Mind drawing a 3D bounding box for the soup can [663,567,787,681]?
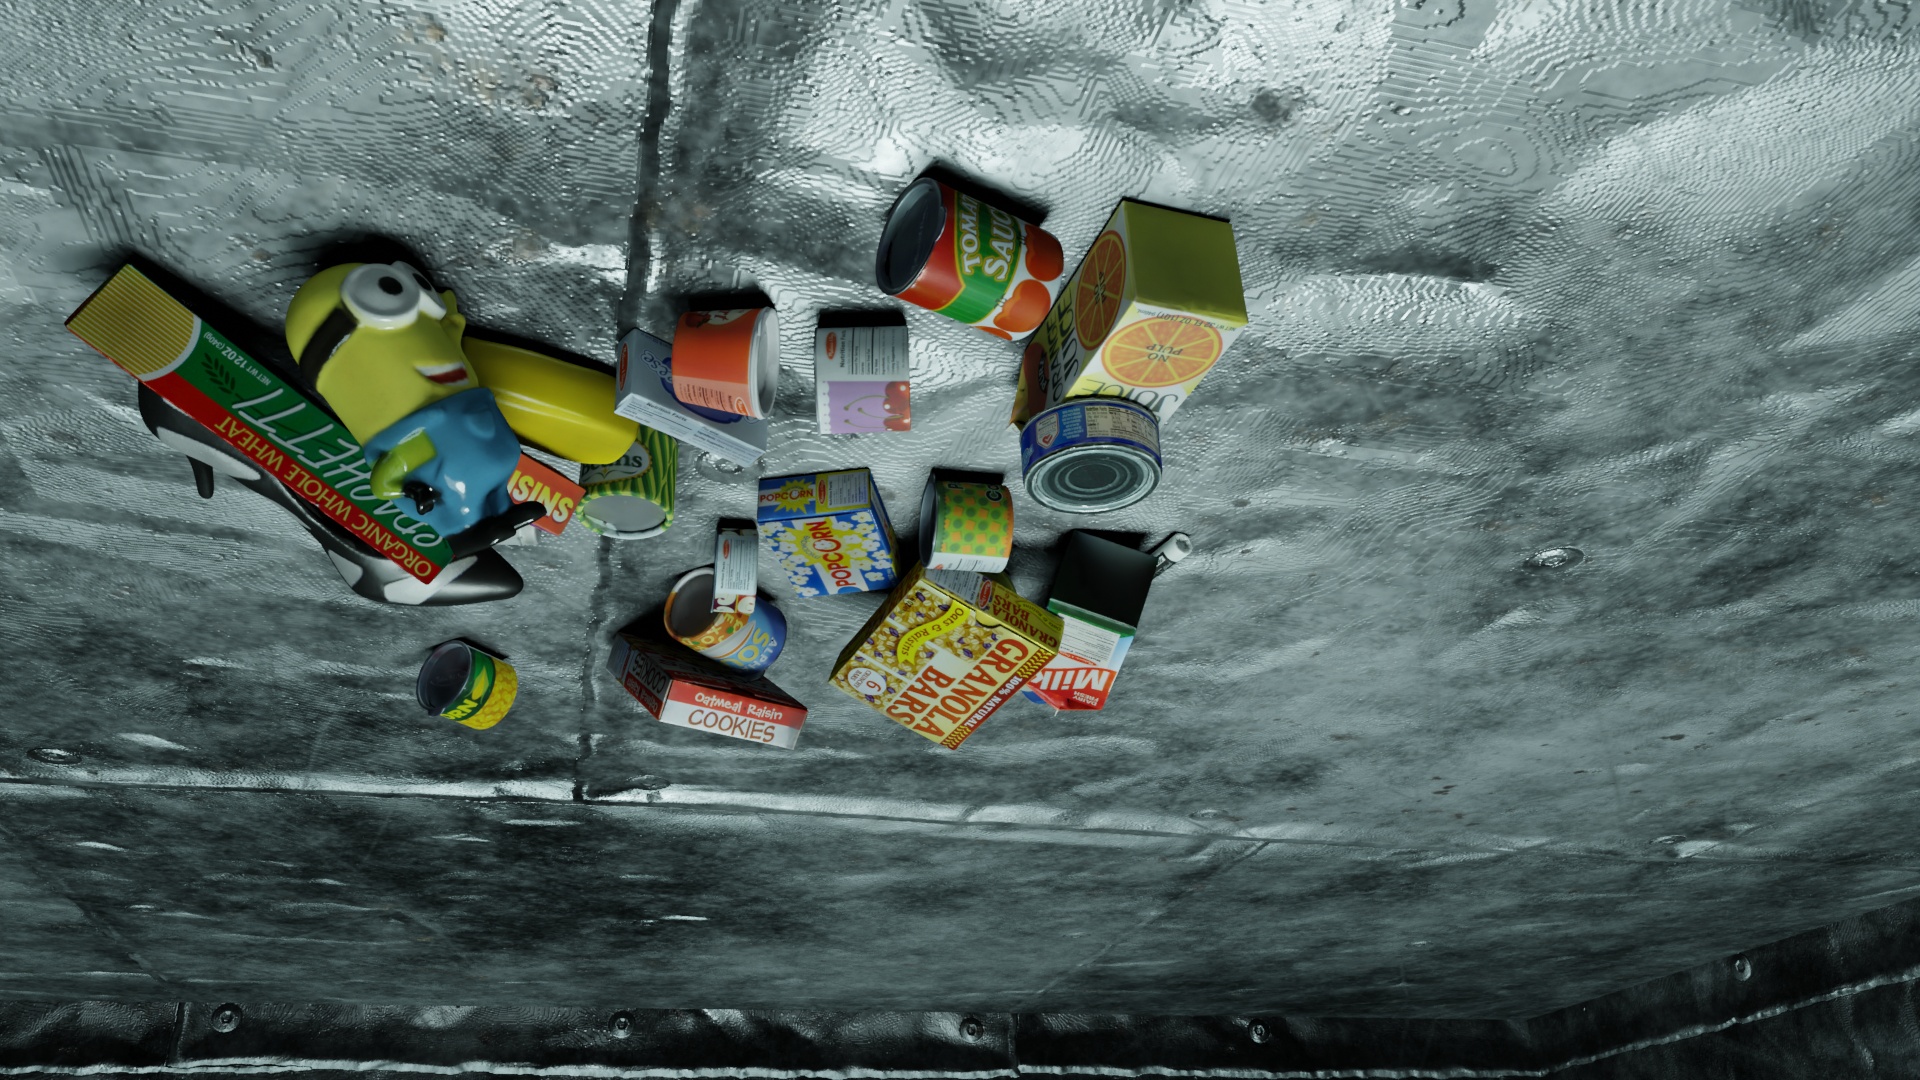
[{"bbox_3d":[-0.194,0.070,1.148,0.071,0.071,0.083,-17,148,24],"label":"soup can"}]

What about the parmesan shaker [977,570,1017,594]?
[{"bbox_3d":[-0.011,0.062,1.157,0.103,0.071,0.071,-21,146,32],"label":"parmesan shaker"}]

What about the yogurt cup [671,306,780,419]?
[{"bbox_3d":[-0.142,-0.109,0.840,0.054,0.073,0.072,5,151,4],"label":"yogurt cup"}]

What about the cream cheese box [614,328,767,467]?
[{"bbox_3d":[-0.170,-0.089,0.883,0.104,0.053,0.024,23,140,-38],"label":"cream cheese box"}]

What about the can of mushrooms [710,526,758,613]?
[{"bbox_3d":[-0.175,0.024,1.073,0.033,0.071,0.070,3,150,-11],"label":"can of mushrooms"}]

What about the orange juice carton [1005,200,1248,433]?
[{"bbox_3d":[0.093,-0.111,0.843,0.072,0.073,0.191,8,150,-18],"label":"orange juice carton"}]

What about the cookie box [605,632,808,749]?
[{"bbox_3d":[-0.220,0.126,1.192,0.123,0.040,0.167,17,-179,-30],"label":"cookie box"}]

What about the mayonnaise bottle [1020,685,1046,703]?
[{"bbox_3d":[0.054,0.108,1.267,0.065,0.041,0.147,-11,151,16],"label":"mayonnaise bottle"}]

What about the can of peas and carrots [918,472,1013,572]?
[{"bbox_3d":[0.004,-0.013,1.023,0.059,0.071,0.070,4,150,-12],"label":"can of peas and carrots"}]

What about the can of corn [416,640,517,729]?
[{"bbox_3d":[-0.441,0.132,1.242,0.071,0.071,0.058,-17,148,24],"label":"can of corn"}]

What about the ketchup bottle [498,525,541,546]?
[{"bbox_3d":[-0.383,-0.016,1.008,0.149,0.044,0.064,2,148,-8],"label":"ketchup bottle"}]

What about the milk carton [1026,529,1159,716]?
[{"bbox_3d":[0.103,0.078,1.157,0.073,0.073,0.189,19,147,5],"label":"milk carton"}]

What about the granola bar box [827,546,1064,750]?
[{"bbox_3d":[-0.014,0.091,1.105,0.124,0.039,0.164,30,134,-12],"label":"granola bar box"}]

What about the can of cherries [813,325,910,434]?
[{"bbox_3d":[-0.060,-0.098,0.862,0.058,0.072,0.071,-2,151,-3],"label":"can of cherries"}]

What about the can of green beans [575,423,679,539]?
[{"bbox_3d":[-0.230,-0.041,0.960,0.071,0.058,0.071,-2,151,-1],"label":"can of green beans"}]

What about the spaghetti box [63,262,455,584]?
[{"bbox_3d":[-0.406,-0.064,0.837,0.249,0.050,0.029,44,167,-30],"label":"spaghetti box"}]

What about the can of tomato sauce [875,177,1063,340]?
[{"bbox_3d":[0.006,-0.154,0.765,0.083,0.071,0.071,16,146,-31],"label":"can of tomato sauce"}]

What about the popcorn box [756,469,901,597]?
[{"bbox_3d":[-0.098,-0.004,1.057,0.085,0.038,0.126,-7,150,6],"label":"popcorn box"}]

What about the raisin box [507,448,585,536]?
[{"bbox_3d":[-0.315,-0.048,0.903,0.123,0.040,0.086,17,167,41],"label":"raisin box"}]

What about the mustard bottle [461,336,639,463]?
[{"bbox_3d":[-0.283,-0.094,0.870,0.160,0.049,0.065,20,148,-33],"label":"mustard bottle"}]
